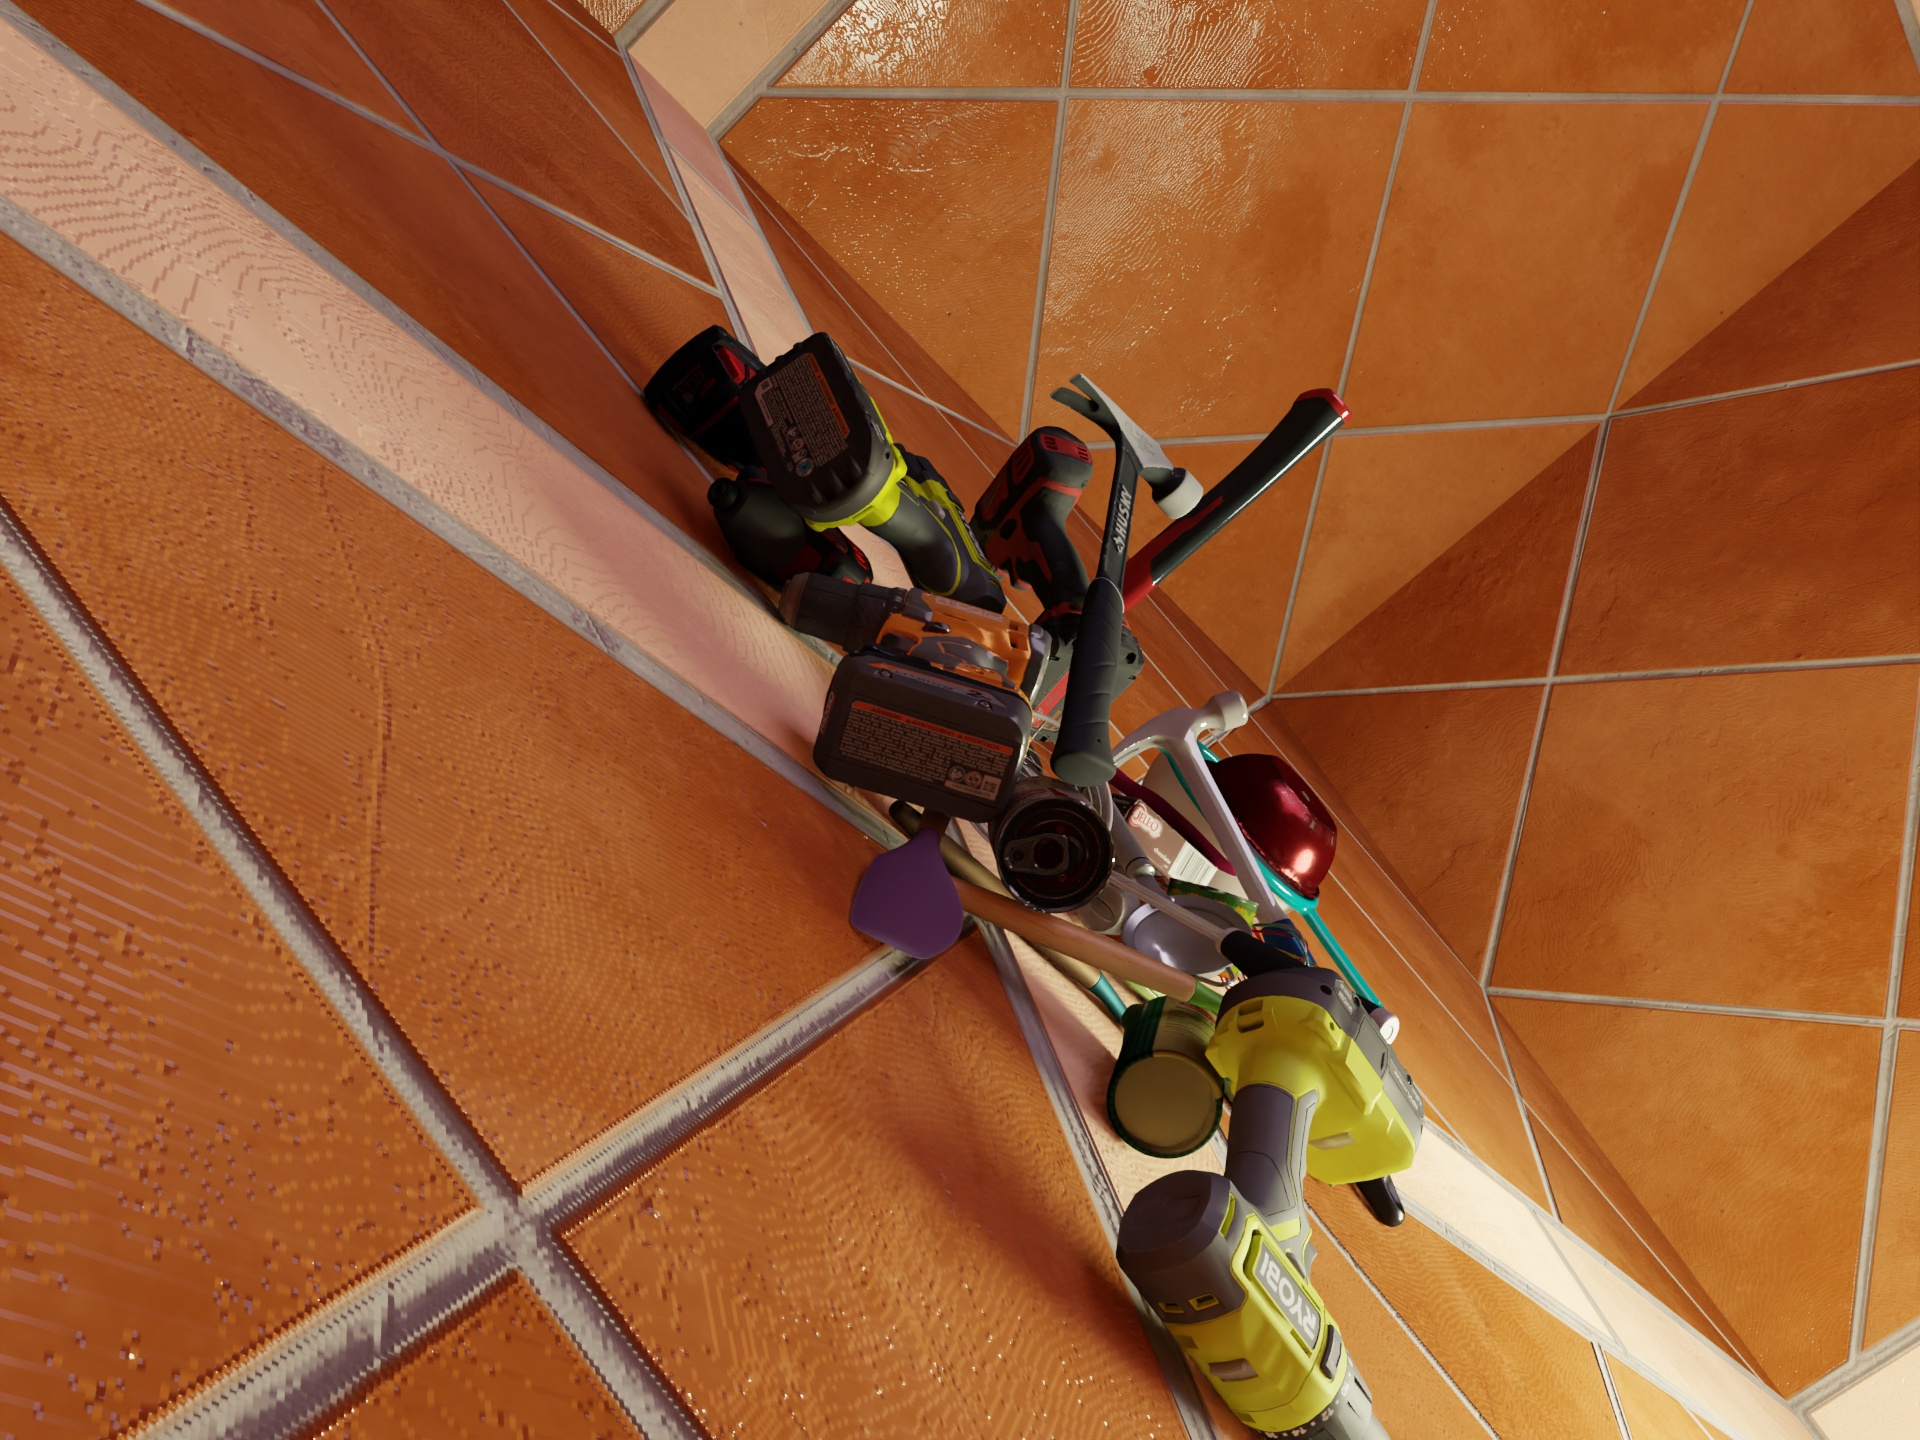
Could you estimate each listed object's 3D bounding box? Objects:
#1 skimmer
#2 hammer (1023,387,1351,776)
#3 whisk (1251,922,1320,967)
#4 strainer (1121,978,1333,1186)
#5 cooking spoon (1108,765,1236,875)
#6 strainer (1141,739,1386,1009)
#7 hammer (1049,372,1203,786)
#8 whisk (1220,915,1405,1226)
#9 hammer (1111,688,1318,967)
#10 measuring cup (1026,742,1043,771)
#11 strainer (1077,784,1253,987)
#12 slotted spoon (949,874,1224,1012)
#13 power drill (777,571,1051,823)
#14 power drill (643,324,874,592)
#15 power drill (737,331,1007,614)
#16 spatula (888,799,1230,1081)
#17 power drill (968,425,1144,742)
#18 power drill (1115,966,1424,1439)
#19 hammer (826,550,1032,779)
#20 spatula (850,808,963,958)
[{"bbox_3d":[0.130,0.090,1.014,0.127,0.090,0.364,-11,26,-37],"label":"skimmer"},{"bbox_3d":[0.164,-0.119,1.291,0.038,0.386,0.143,36,18,-45],"label":"hammer"},{"bbox_3d":[0.206,0.165,1.234,0.051,0.047,0.245,68,-15,-13],"label":"whisk"},{"bbox_3d":[0.205,0.222,1.159,0.256,0.069,0.152,42,15,-33],"label":"strainer"},{"bbox_3d":[0.110,0.031,1.347,0.319,0.017,0.068,40,-7,27],"label":"cooking spoon"},{"bbox_3d":[0.266,0.166,1.469,0.341,0.095,0.211,56,18,21],"label":"strainer"},{"bbox_3d":[0.101,-0.100,1.101,0.149,0.036,0.409,42,35,-22],"label":"hammer"},{"bbox_3d":[0.286,0.277,1.308,0.073,0.073,0.296,32,28,-52],"label":"whisk"},{"bbox_3d":[0.250,0.162,1.318,0.035,0.144,0.406,87,-19,-61],"label":"hammer"},{"bbox_3d":[0.013,-0.014,1.281,0.083,0.038,0.168,27,28,-58],"label":"measuring cup"},{"bbox_3d":[0.130,0.112,1.110,0.259,0.087,0.050,-118,-158,-50],"label":"strainer"},{"bbox_3d":[0.113,0.150,0.937,0.313,0.031,0.070,24,6,-10],"label":"slotted spoon"},{"bbox_3d":[-0.037,-0.031,1.002,0.185,0.084,0.226,17,21,-2],"label":"power drill"},{"bbox_3d":[-0.148,-0.180,1.147,0.143,0.078,0.220,35,22,-47],"label":"power drill"},{"bbox_3d":[-0.058,-0.168,1.122,0.223,0.080,0.171,37,24,-58],"label":"power drill"},{"bbox_3d":[0.075,0.143,1.019,0.317,0.044,0.082,42,14,-23],"label":"spatula"},{"bbox_3d":[0.048,-0.092,1.226,0.080,0.187,0.227,12,48,-28],"label":"power drill"},{"bbox_3d":[0.175,0.257,0.818,0.190,0.080,0.229,54,36,-16],"label":"power drill"},{"bbox_3d":[-0.002,-0.004,1.207,0.331,0.033,0.128,50,12,3],"label":"hammer"},{"bbox_3d":[-0.013,0.060,0.946,0.060,0.018,0.316,26,22,-3],"label":"spatula"}]
